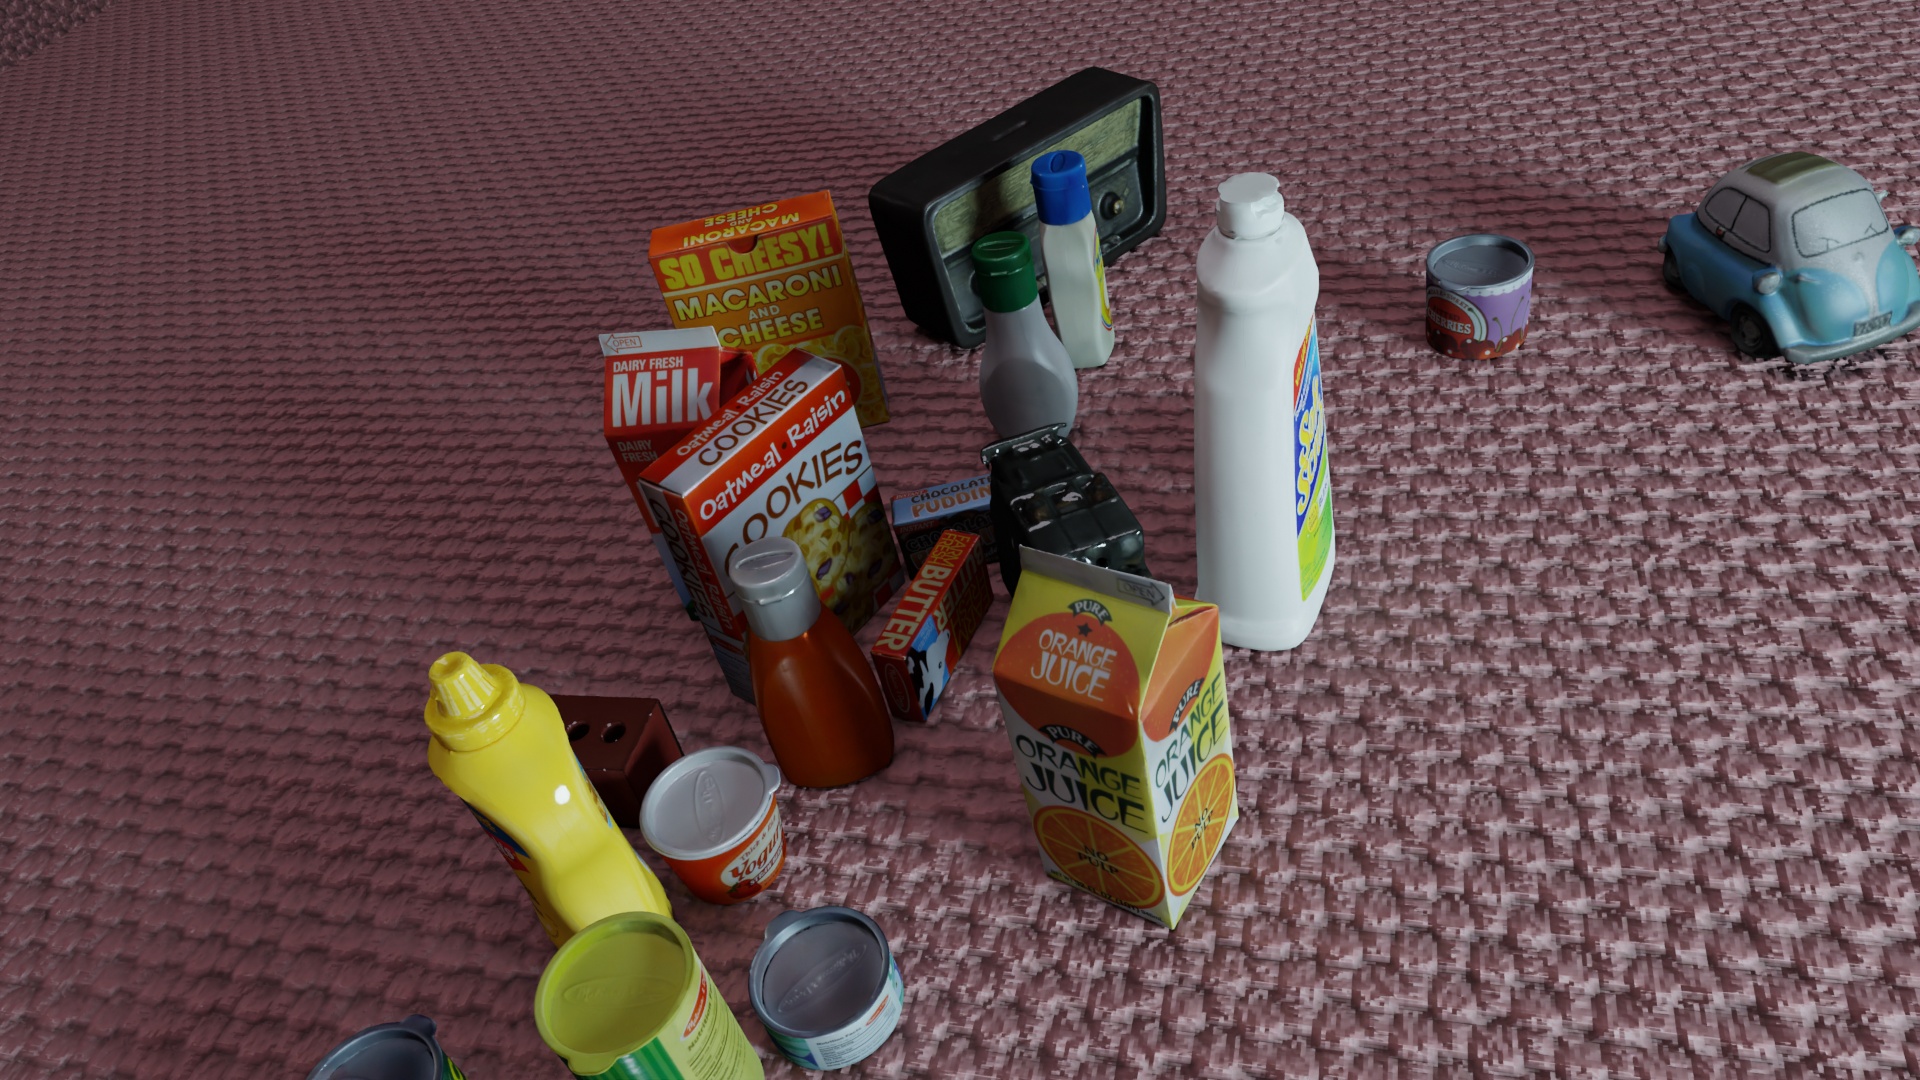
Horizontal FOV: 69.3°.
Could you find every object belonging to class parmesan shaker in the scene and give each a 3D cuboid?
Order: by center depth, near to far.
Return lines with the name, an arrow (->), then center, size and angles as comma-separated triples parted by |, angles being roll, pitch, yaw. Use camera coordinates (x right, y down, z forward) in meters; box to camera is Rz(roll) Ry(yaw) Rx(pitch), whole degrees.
parmesan shaker -> -0.129, 0.216, 0.586 | 0.071, 0.102, 0.072 | -8, 41, 7

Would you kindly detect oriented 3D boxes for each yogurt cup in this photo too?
yogurt cup -> -0.121, 0.146, 0.701 | 0.072, 0.053, 0.073 | -8, 41, 7

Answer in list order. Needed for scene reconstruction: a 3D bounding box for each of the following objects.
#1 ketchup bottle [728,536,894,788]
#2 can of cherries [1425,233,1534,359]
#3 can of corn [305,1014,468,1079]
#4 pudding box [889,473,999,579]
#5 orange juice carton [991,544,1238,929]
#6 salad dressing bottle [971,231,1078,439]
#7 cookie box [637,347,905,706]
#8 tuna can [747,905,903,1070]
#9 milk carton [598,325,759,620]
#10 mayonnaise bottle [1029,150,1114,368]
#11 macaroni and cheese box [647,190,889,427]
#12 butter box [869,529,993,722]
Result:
ketchup bottle -> -0.079, 0.064, 0.709 | 0.065, 0.148, 0.044 | -13, 40, 2
can of cherries -> 0.338, -0.159, 0.914 | 0.071, 0.058, 0.072 | -8, 41, 7
can of corn -> -0.246, 0.254, 0.610 | 0.071, 0.058, 0.071 | -8, 41, 7
pudding box -> 0.003, -0.011, 0.847 | 0.084, 0.049, 0.030 | -12, 40, 2
orange juice carton -> 0.070, 0.080, 0.615 | 0.072, 0.191, 0.073 | 17, 49, 31
salad dressing bottle -> 0.038, -0.126, 0.894 | 0.064, 0.147, 0.044 | -3, 42, 13
cookie box -> -0.100, -0.004, 0.779 | 0.040, 0.166, 0.123 | 20, 51, 34
tuna can -> -0.062, 0.203, 0.635 | 0.071, 0.032, 0.071 | -8, 41, 7
milk carton -> -0.149, -0.045, 0.822 | 0.072, 0.189, 0.074 | -3, 42, 13
mayonnaise bottle -> 0.078, -0.194, 0.960 | 0.041, 0.147, 0.065 | -4, 42, 12
macaroni and cheese box -> -0.126, -0.143, 0.946 | 0.124, 0.165, 0.040 | -13, 40, 2
butter box -> -0.014, 0.047, 0.784 | 0.024, 0.052, 0.104 | 9, 45, 25
